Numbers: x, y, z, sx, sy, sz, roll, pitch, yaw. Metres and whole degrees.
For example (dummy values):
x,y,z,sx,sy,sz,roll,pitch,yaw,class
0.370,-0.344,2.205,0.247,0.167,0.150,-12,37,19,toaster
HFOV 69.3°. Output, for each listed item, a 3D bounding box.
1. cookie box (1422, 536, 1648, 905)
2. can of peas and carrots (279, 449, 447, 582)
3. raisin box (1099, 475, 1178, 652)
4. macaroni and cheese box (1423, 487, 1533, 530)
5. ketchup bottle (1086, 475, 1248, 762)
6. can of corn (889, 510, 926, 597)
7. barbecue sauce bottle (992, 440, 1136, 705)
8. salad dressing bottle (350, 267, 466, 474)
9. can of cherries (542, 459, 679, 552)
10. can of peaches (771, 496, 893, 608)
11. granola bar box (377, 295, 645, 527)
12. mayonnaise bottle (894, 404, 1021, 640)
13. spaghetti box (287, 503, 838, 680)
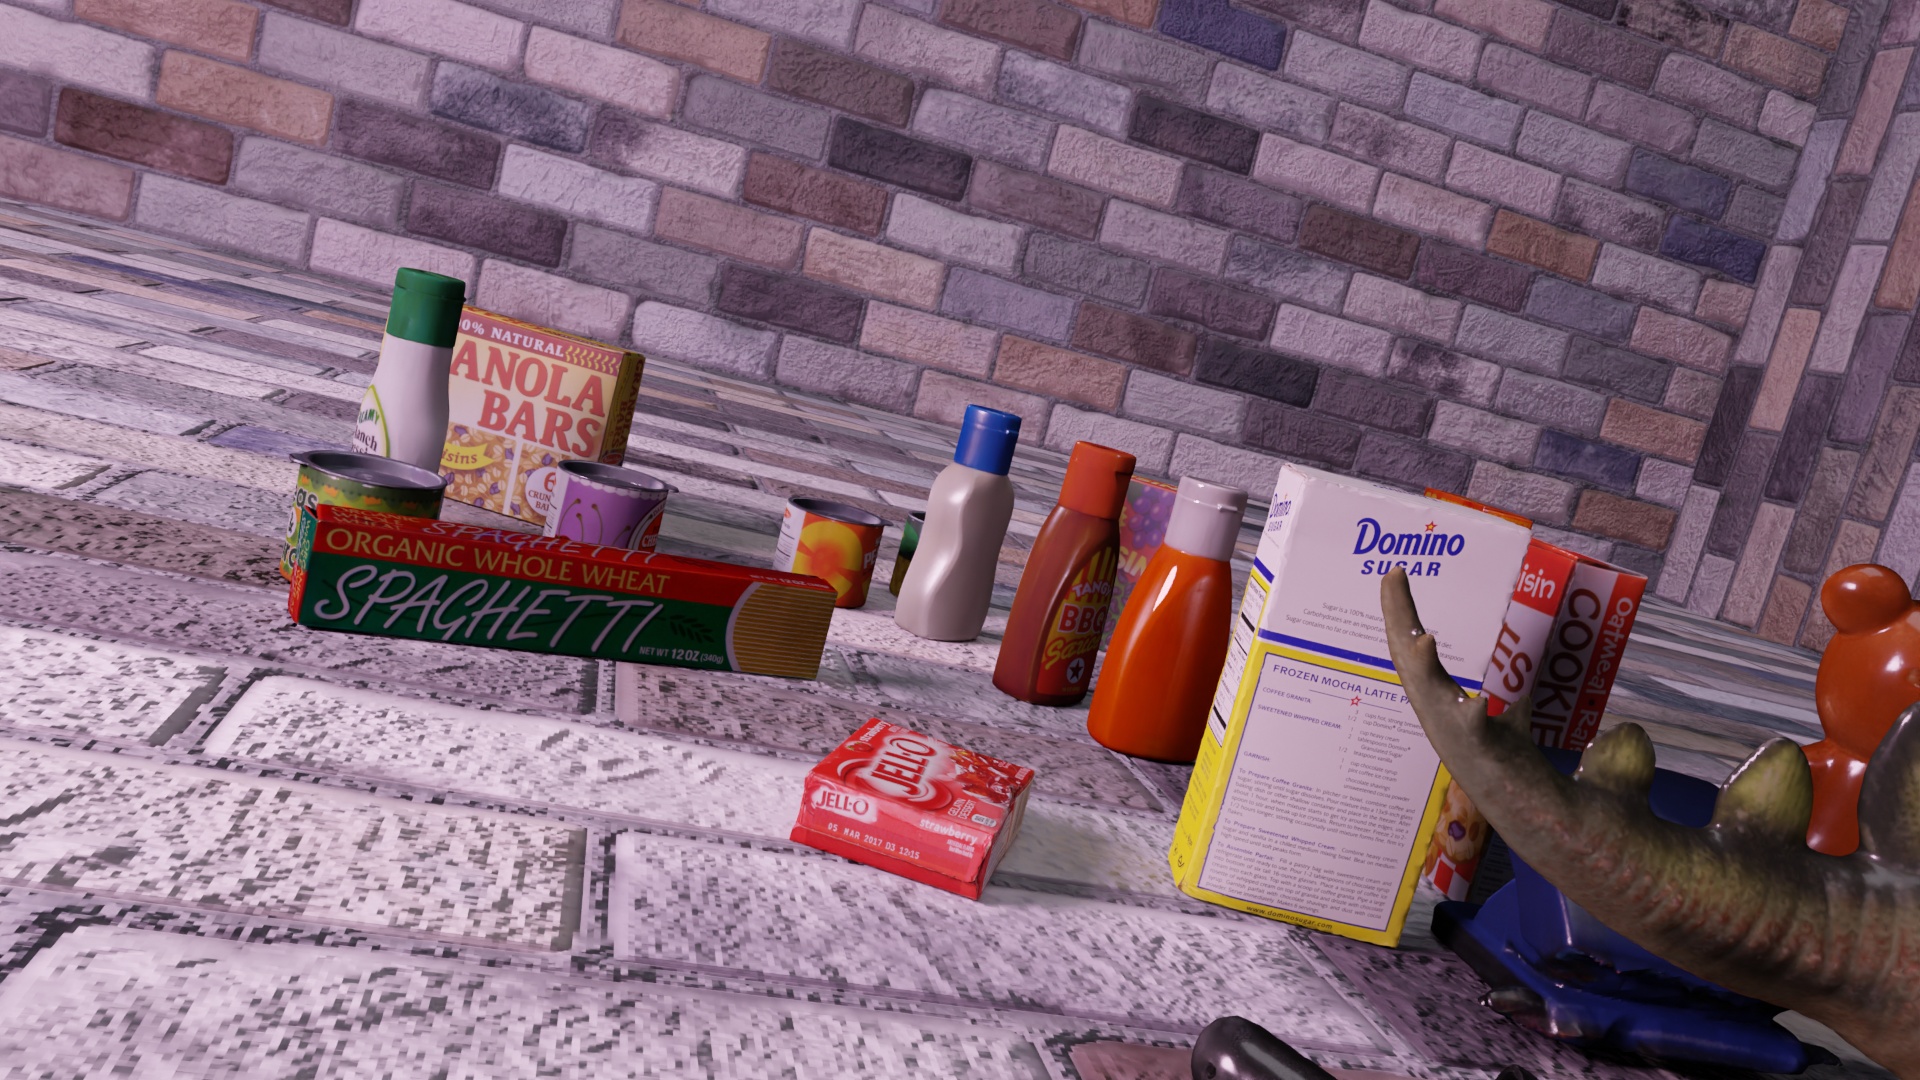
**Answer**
x,y,z,sx,sy,sz,roll,pitch,yaw,class
0.252,0.078,0.668,0.040,0.167,0.123,13,8,-10,cookie box
-0.288,-0.007,0.666,0.071,0.058,0.071,15,8,-2,can of peas and carrots
0.112,0.015,0.981,0.086,0.123,0.040,18,8,18,raisin box
0.351,0.052,1.007,0.040,0.166,0.124,15,8,-2,macaroni and cheese box
0.115,0.041,0.736,0.065,0.148,0.043,12,9,-22,ketchup bottle
-0.013,0.015,0.989,0.071,0.058,0.071,15,8,-2,can of corn
0.063,0.018,0.795,0.044,0.148,0.065,22,11,40,barbecue sauce bottle
-0.310,-0.077,0.778,0.044,0.147,0.064,7,11,-44,salad dressing bottle
-0.209,-0.011,0.824,0.071,0.058,0.071,15,8,-2,can of cherries
-0.085,0.008,0.912,0.071,0.058,0.071,15,8,-2,can of peaches
-0.302,-0.084,0.911,0.166,0.124,0.039,16,8,8,granola bar box
0.003,-0.011,0.883,0.041,0.147,0.065,21,10,40,mayonnaise bottle
-0.178,0.028,0.657,0.250,0.050,0.029,10,10,-31,spaghetti box
